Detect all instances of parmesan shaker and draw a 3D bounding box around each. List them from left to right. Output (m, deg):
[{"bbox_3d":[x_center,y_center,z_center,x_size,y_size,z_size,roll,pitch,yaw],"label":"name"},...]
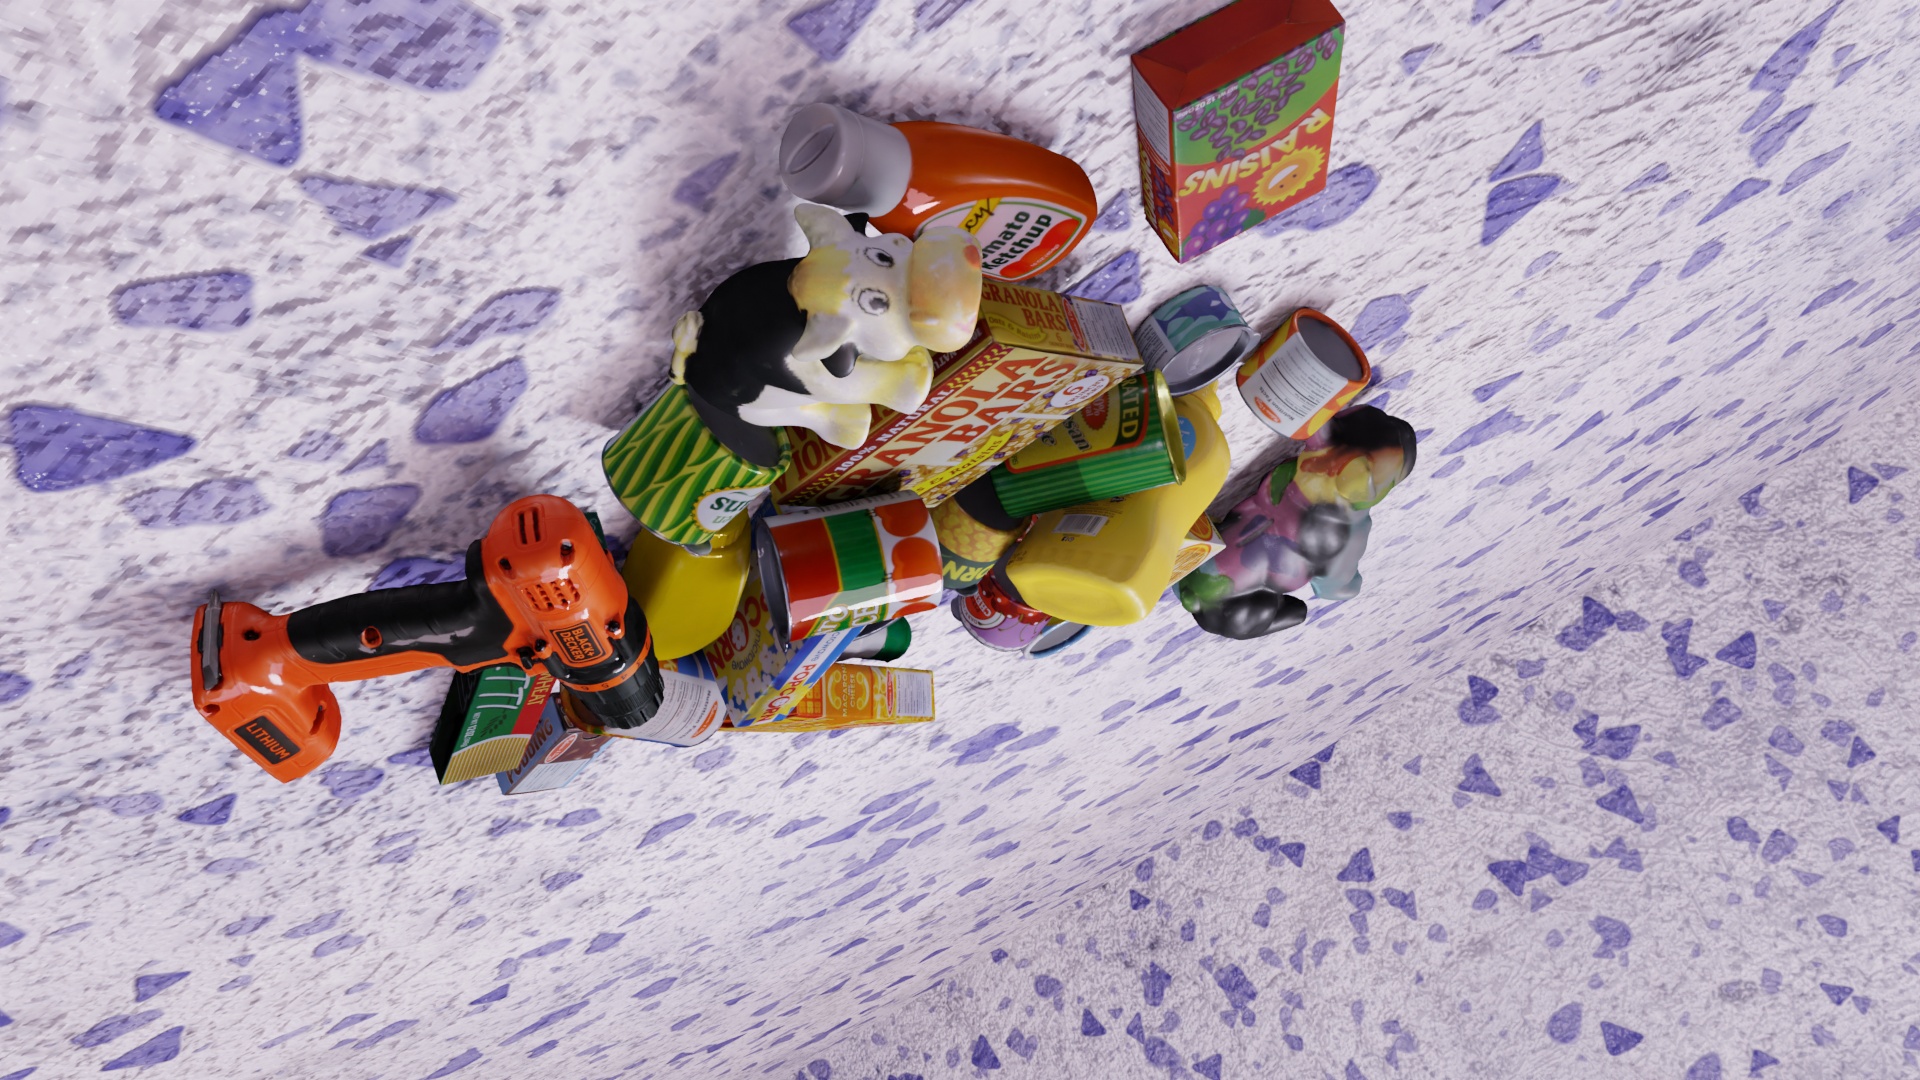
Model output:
[{"bbox_3d":[0.071,-0.052,0.796,0.103,0.071,0.071,-13,162,16],"label":"parmesan shaker"}]

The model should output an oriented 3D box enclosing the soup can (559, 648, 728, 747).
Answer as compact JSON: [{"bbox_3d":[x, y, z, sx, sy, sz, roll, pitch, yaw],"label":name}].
[{"bbox_3d":[-0.191,0.087,0.837,0.071,0.071,0.083,-35,154,15],"label":"soup can"}]

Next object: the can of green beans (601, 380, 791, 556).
[{"bbox_3d":[-0.121,-0.040,0.640,0.057,0.071,0.071,-39,156,23],"label":"can of green beans"}]

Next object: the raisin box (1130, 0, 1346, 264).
[{"bbox_3d":[0.126,-0.190,0.640,0.086,0.040,0.123,-29,157,-1],"label":"raisin box"}]

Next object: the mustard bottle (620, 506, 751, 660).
[{"bbox_3d":[-0.143,0.008,0.742,0.065,0.049,0.159,-12,152,-32],"label":"mustard bottle"}]

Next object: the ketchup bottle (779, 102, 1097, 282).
[{"bbox_3d":[-0.009,-0.145,0.573,0.064,0.043,0.149,-34,158,34],"label":"ketchup bottle"}]

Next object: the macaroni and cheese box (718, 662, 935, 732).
[{"bbox_3d":[-0.112,0.109,0.948,0.123,0.040,0.166,-9,169,29],"label":"macaroni and cheese box"}]

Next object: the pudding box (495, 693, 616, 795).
[{"bbox_3d":[-0.260,0.131,0.900,0.083,0.030,0.050,-42,153,30],"label":"pudding box"}]

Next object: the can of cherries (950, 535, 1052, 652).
[{"bbox_3d":[0.036,0.038,0.999,0.072,0.071,0.058,-13,153,-33],"label":"can of cherries"}]

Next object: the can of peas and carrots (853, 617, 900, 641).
[{"bbox_3d":[-0.069,0.022,0.848,0.071,0.059,0.070,-24,157,-11],"label":"can of peas and carrots"}]

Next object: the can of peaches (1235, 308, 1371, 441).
[{"bbox_3d":[0.223,-0.109,0.901,0.071,0.071,0.057,-7,149,-42],"label":"can of peaches"}]

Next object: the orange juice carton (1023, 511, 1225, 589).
[{"bbox_3d":[0.102,-0.011,0.962,0.072,0.072,0.193,-39,156,25],"label":"orange juice carton"}]

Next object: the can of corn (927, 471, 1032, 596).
[{"bbox_3d":[0.003,-0.011,0.846,0.071,0.071,0.058,-6,149,-43],"label":"can of corn"}]

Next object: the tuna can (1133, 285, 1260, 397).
[{"bbox_3d":[0.139,-0.118,0.821,0.071,0.033,0.070,-24,158,-10],"label":"tuna can"}]

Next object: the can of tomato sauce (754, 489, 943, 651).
[{"bbox_3d":[-0.058,0.015,0.723,0.083,0.071,0.070,-12,154,-18],"label":"can of tomato sauce"}]

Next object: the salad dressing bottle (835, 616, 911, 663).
[{"bbox_3d":[-0.083,0.059,0.935,0.064,0.044,0.147,-27,161,20],"label":"salad dressing bottle"}]

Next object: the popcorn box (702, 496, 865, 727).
[{"bbox_3d":[-0.107,0.042,0.810,0.038,0.085,0.126,-6,150,-40],"label":"popcorn box"}]

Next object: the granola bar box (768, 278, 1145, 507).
[{"bbox_3d":[-0.006,-0.069,0.715,0.165,0.039,0.124,-33,160,36],"label":"granola bar box"}]

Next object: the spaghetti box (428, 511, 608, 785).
[{"bbox_3d":[-0.250,0.067,0.772,0.050,0.029,0.248,-10,152,-36],"label":"spaghetti box"}]

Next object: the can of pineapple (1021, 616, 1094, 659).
[{"bbox_3d":[0.067,0.051,1.074,0.071,0.058,0.070,-24,158,-11],"label":"can of pineapple"}]
